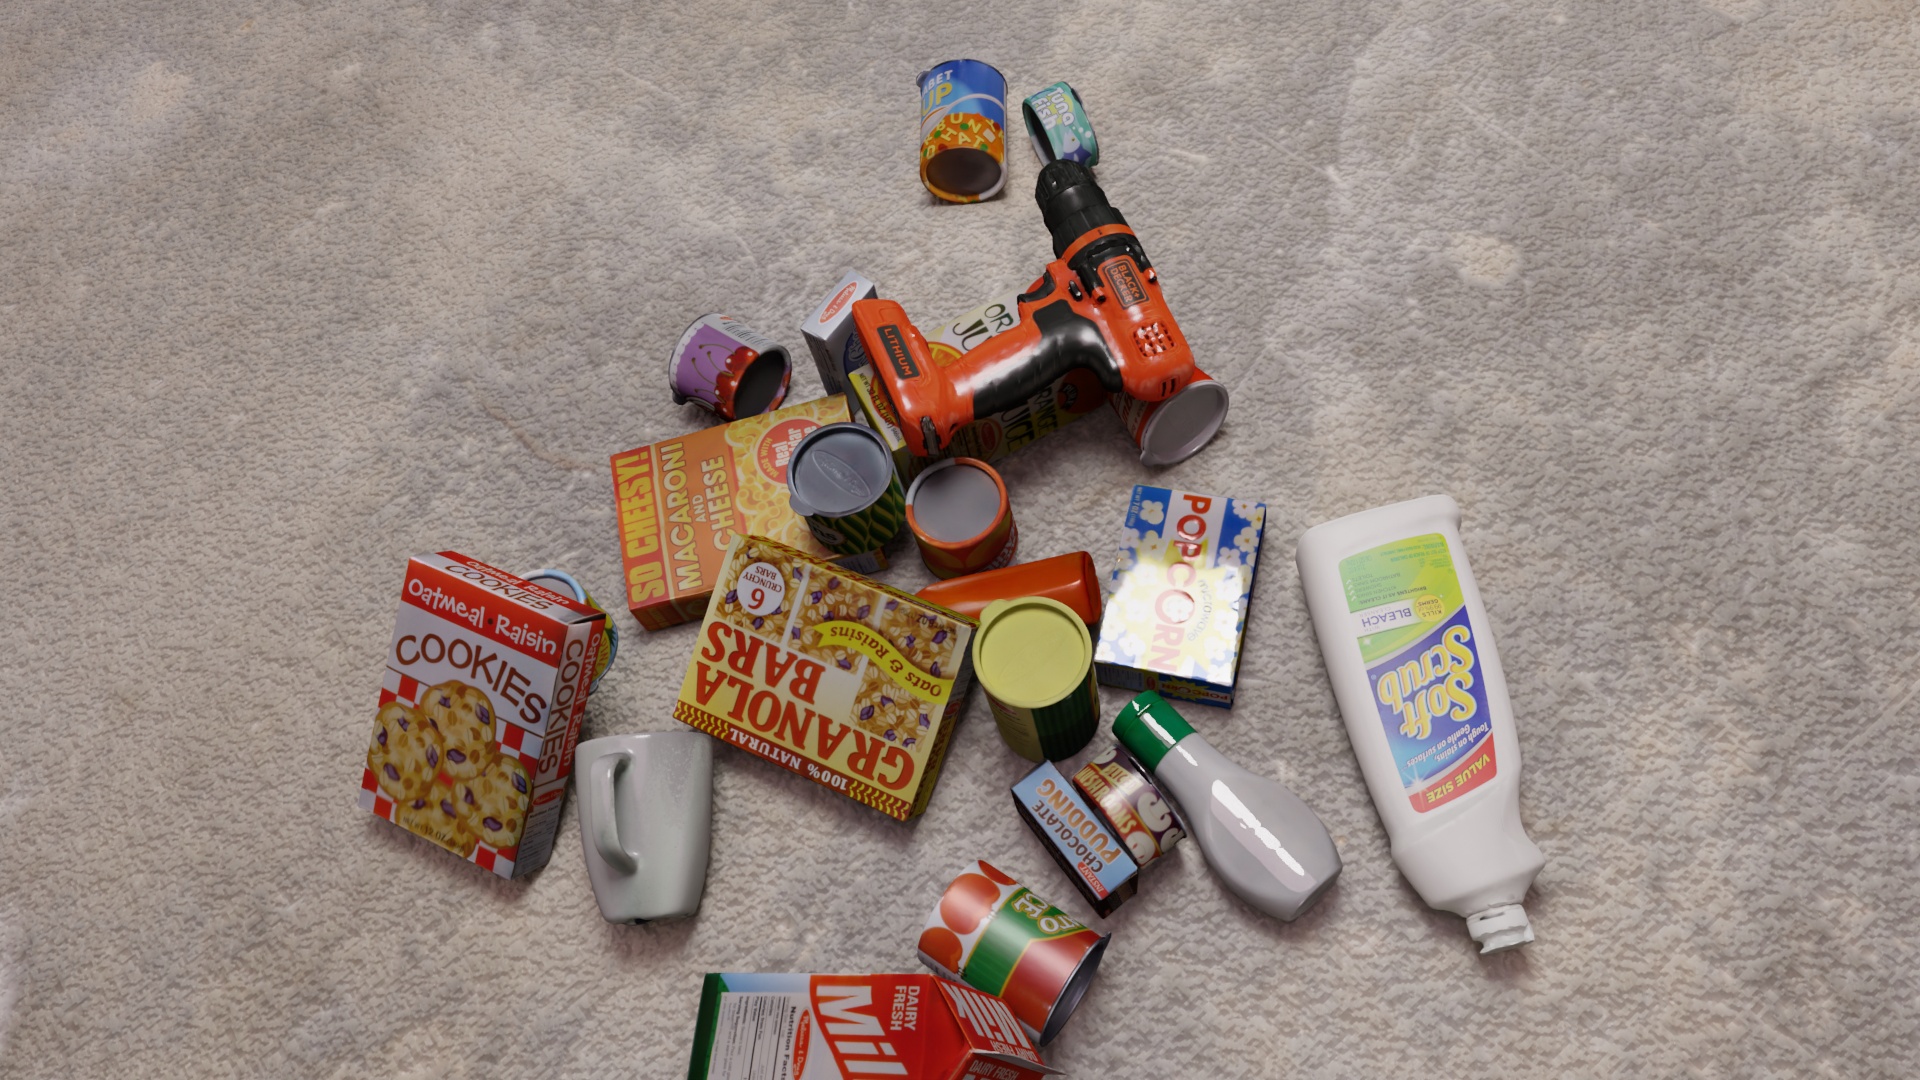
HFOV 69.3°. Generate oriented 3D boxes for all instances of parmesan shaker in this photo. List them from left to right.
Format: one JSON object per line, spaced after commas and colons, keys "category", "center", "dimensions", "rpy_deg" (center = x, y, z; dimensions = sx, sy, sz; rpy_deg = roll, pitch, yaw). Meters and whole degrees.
{"category": "parmesan shaker", "center": [0.045, 0.081, 0.812], "dimensions": [0.071, 0.102, 0.071], "rpy_deg": [-4, 63, 7]}

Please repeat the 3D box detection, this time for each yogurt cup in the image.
{"category": "yogurt cup", "center": [0.133, -0.091, 0.909], "dimensions": [0.072, 0.072, 0.054], "rpy_deg": [-32, 55, -7]}

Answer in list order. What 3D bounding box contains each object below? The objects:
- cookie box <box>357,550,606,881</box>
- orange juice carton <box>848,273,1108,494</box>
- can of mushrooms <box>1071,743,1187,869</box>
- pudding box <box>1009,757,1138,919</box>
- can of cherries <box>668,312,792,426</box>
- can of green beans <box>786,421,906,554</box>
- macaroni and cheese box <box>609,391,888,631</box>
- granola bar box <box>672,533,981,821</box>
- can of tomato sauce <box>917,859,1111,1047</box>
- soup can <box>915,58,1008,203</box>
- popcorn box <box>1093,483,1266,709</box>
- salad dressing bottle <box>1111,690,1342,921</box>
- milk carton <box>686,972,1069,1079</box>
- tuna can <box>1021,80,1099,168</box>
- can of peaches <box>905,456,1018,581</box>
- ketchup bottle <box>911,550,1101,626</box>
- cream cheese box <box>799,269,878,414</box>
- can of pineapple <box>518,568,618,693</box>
{"category": "cookie box", "center": [-0.293, 0.104, 0.849], "dimensions": [0.123, 0.040, 0.167], "rpy_deg": [20, 101, 19]}
{"category": "orange juice carton", "center": [0.031, -0.111, 0.930], "dimensions": [0.193, 0.072, 0.072], "rpy_deg": [-28, 62, -5]}
{"category": "can of mushrooms", "center": [0.095, 0.150, 0.787], "dimensions": [0.033, 0.070, 0.071], "rpy_deg": [-36, 63, -7]}
{"category": "pudding box", "center": [0.065, 0.170, 0.794], "dimensions": [0.030, 0.049, 0.084], "rpy_deg": [-35, 64, -10]}
{"category": "can of cherries", "center": [-0.161, -0.115, 0.970], "dimensions": [0.058, 0.071, 0.072], "rpy_deg": [28, 71, 20]}
{"category": "can of green beans", "center": [-0.070, -0.032, 0.870], "dimensions": [0.071, 0.057, 0.071], "rpy_deg": [-3, 64, 6]}
{"category": "macaroni and cheese box", "center": [-0.143, -0.019, 0.931], "dimensions": [0.166, 0.040, 0.124], "rpy_deg": [-15, 62, 1]}
{"category": "granola bar box", "center": [-0.080, 0.080, 0.844], "dimensions": [0.166, 0.039, 0.124], "rpy_deg": [21, 95, 19]}
{"category": "can of tomato sauce", "center": [0.029, 0.223, 0.763], "dimensions": [0.083, 0.071, 0.071], "rpy_deg": [28, 71, 22]}
{"category": "soup can", "center": [0.000, -0.305, 1.036], "dimensions": [0.071, 0.071, 0.084], "rpy_deg": [-3, 63, 8]}
{"category": "popcorn box", "center": [0.137, 0.032, 0.858], "dimensions": [0.085, 0.038, 0.127], "rpy_deg": [10, 65, 14]}
{"category": "salad dressing bottle", "center": [0.149, 0.148, 0.795], "dimensions": [0.064, 0.043, 0.148], "rpy_deg": [-37, 62, -14]}
{"category": "milk carton", "center": [-0.044, 0.265, 0.714], "dimensions": [0.190, 0.072, 0.074], "rpy_deg": [-11, 59, 31]}
{"category": "tuna can", "center": [0.073, -0.301, 1.021], "dimensions": [0.033, 0.071, 0.071], "rpy_deg": [-26, 62, -2]}
{"category": "can of peaches", "center": [0.003, -0.011, 0.892], "dimensions": [0.071, 0.058, 0.071], "rpy_deg": [-4, 62, 8]}
{"category": "ketchup bottle", "center": [0.011, 0.043, 0.864], "dimensions": [0.149, 0.065, 0.043], "rpy_deg": [-12, 103, 12]}
{"category": "cream cheese box", "center": [-0.074, -0.132, 0.941], "dimensions": [0.024, 0.103, 0.053], "rpy_deg": [34, 75, 19]}
{"category": "can of pineapple", "center": [-0.262, 0.060, 0.900], "dimensions": [0.071, 0.057, 0.071], "rpy_deg": [-4, 63, 8]}
